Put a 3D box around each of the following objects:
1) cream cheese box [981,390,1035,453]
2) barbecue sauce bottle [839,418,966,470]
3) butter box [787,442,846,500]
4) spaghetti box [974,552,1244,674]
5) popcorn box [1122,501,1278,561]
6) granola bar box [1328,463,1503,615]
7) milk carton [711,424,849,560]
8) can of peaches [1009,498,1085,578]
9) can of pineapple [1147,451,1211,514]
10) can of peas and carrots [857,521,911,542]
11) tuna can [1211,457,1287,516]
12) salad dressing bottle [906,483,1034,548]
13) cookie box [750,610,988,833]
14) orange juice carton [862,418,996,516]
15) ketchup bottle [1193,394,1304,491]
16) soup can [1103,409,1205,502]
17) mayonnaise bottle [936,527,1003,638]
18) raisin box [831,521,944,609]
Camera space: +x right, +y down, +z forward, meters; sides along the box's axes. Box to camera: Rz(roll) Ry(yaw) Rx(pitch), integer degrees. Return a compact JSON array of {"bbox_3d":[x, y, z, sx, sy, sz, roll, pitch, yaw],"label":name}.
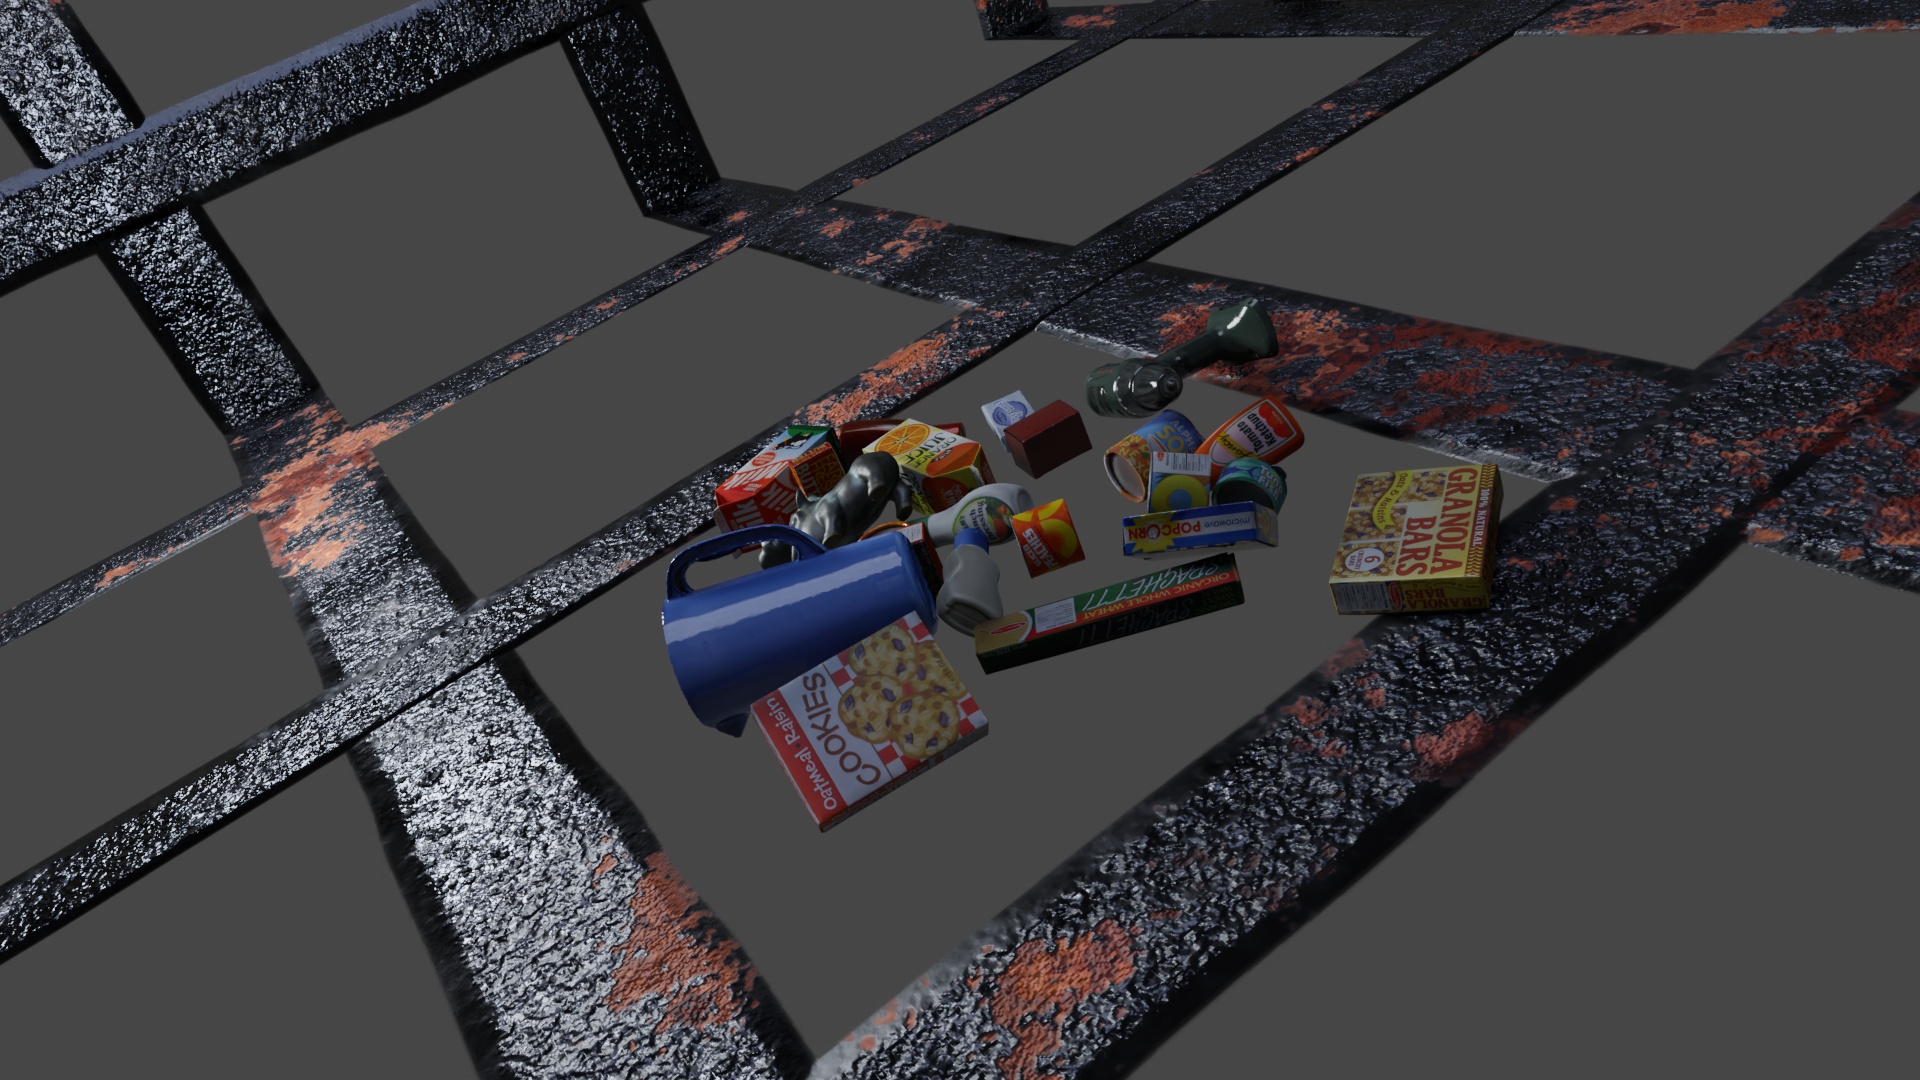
[{"bbox_3d":[0.063,-0.144,1.667,0.053,0.024,0.104,-23,30,-2],"label":"cream cheese box"},{"bbox_3d":[-0.069,-0.118,1.679,0.148,0.064,0.044,-4,36,13],"label":"barbecue sauce bottle"},{"bbox_3d":[-0.153,-0.057,1.590,0.053,0.103,0.024,-29,29,-11],"label":"butter box"},{"bbox_3d":[0.135,0.067,1.273,0.250,0.028,0.050,-16,30,10],"label":"spaghetti box"},{"bbox_3d":[0.222,-0.007,1.284,0.126,0.038,0.085,-7,-7,25],"label":"popcorn box"},{"bbox_3d":[0.397,-0.002,1.202,0.124,0.039,0.166,-4,34,29],"label":"granola bar box"},{"bbox_3d":[-0.223,-0.060,1.671,0.073,0.072,0.191,6,40,40],"label":"milk carton"},{"bbox_3d":[0.087,-0.001,1.378,0.058,0.071,0.071,-20,30,3],"label":"can of peaches"},{"bbox_3d":[0.212,-0.051,1.349,0.058,0.070,0.071,4,34,7],"label":"can of pineapple"},{"bbox_3d":[-0.068,0.020,1.454,0.071,0.058,0.071,-16,31,10],"label":"can of peas and carrots"},{"bbox_3d":[0.276,-0.044,1.322,0.071,0.070,0.033,-1,37,32],"label":"tuna can"},{"bbox_3d":[0.005,-0.018,1.471,0.147,0.064,0.044,-16,16,28],"label":"salad dressing bottle"},{"bbox_3d":[-0.079,0.155,1.198,0.168,0.040,0.123,-30,68,-13],"label":"cookie box"},{"bbox_3d":[-0.023,-0.073,1.562,0.073,0.071,0.193,-36,32,-21],"label":"orange juice carton"},{"bbox_3d":[0.270,-0.084,1.405,0.149,0.043,0.065,-32,68,-3],"label":"ketchup bottle"},{"bbox_3d":[0.202,-0.087,1.441,0.084,0.071,0.071,-34,32,-19],"label":"soup can"},{"bbox_3d":[0.010,0.038,1.375,0.041,0.065,0.149,-55,15,25],"label":"mayonnaise bottle"},{"bbox_3d":[-0.080,0.041,1.400,0.123,0.085,0.040,-17,33,8],"label":"raisin box"}]
